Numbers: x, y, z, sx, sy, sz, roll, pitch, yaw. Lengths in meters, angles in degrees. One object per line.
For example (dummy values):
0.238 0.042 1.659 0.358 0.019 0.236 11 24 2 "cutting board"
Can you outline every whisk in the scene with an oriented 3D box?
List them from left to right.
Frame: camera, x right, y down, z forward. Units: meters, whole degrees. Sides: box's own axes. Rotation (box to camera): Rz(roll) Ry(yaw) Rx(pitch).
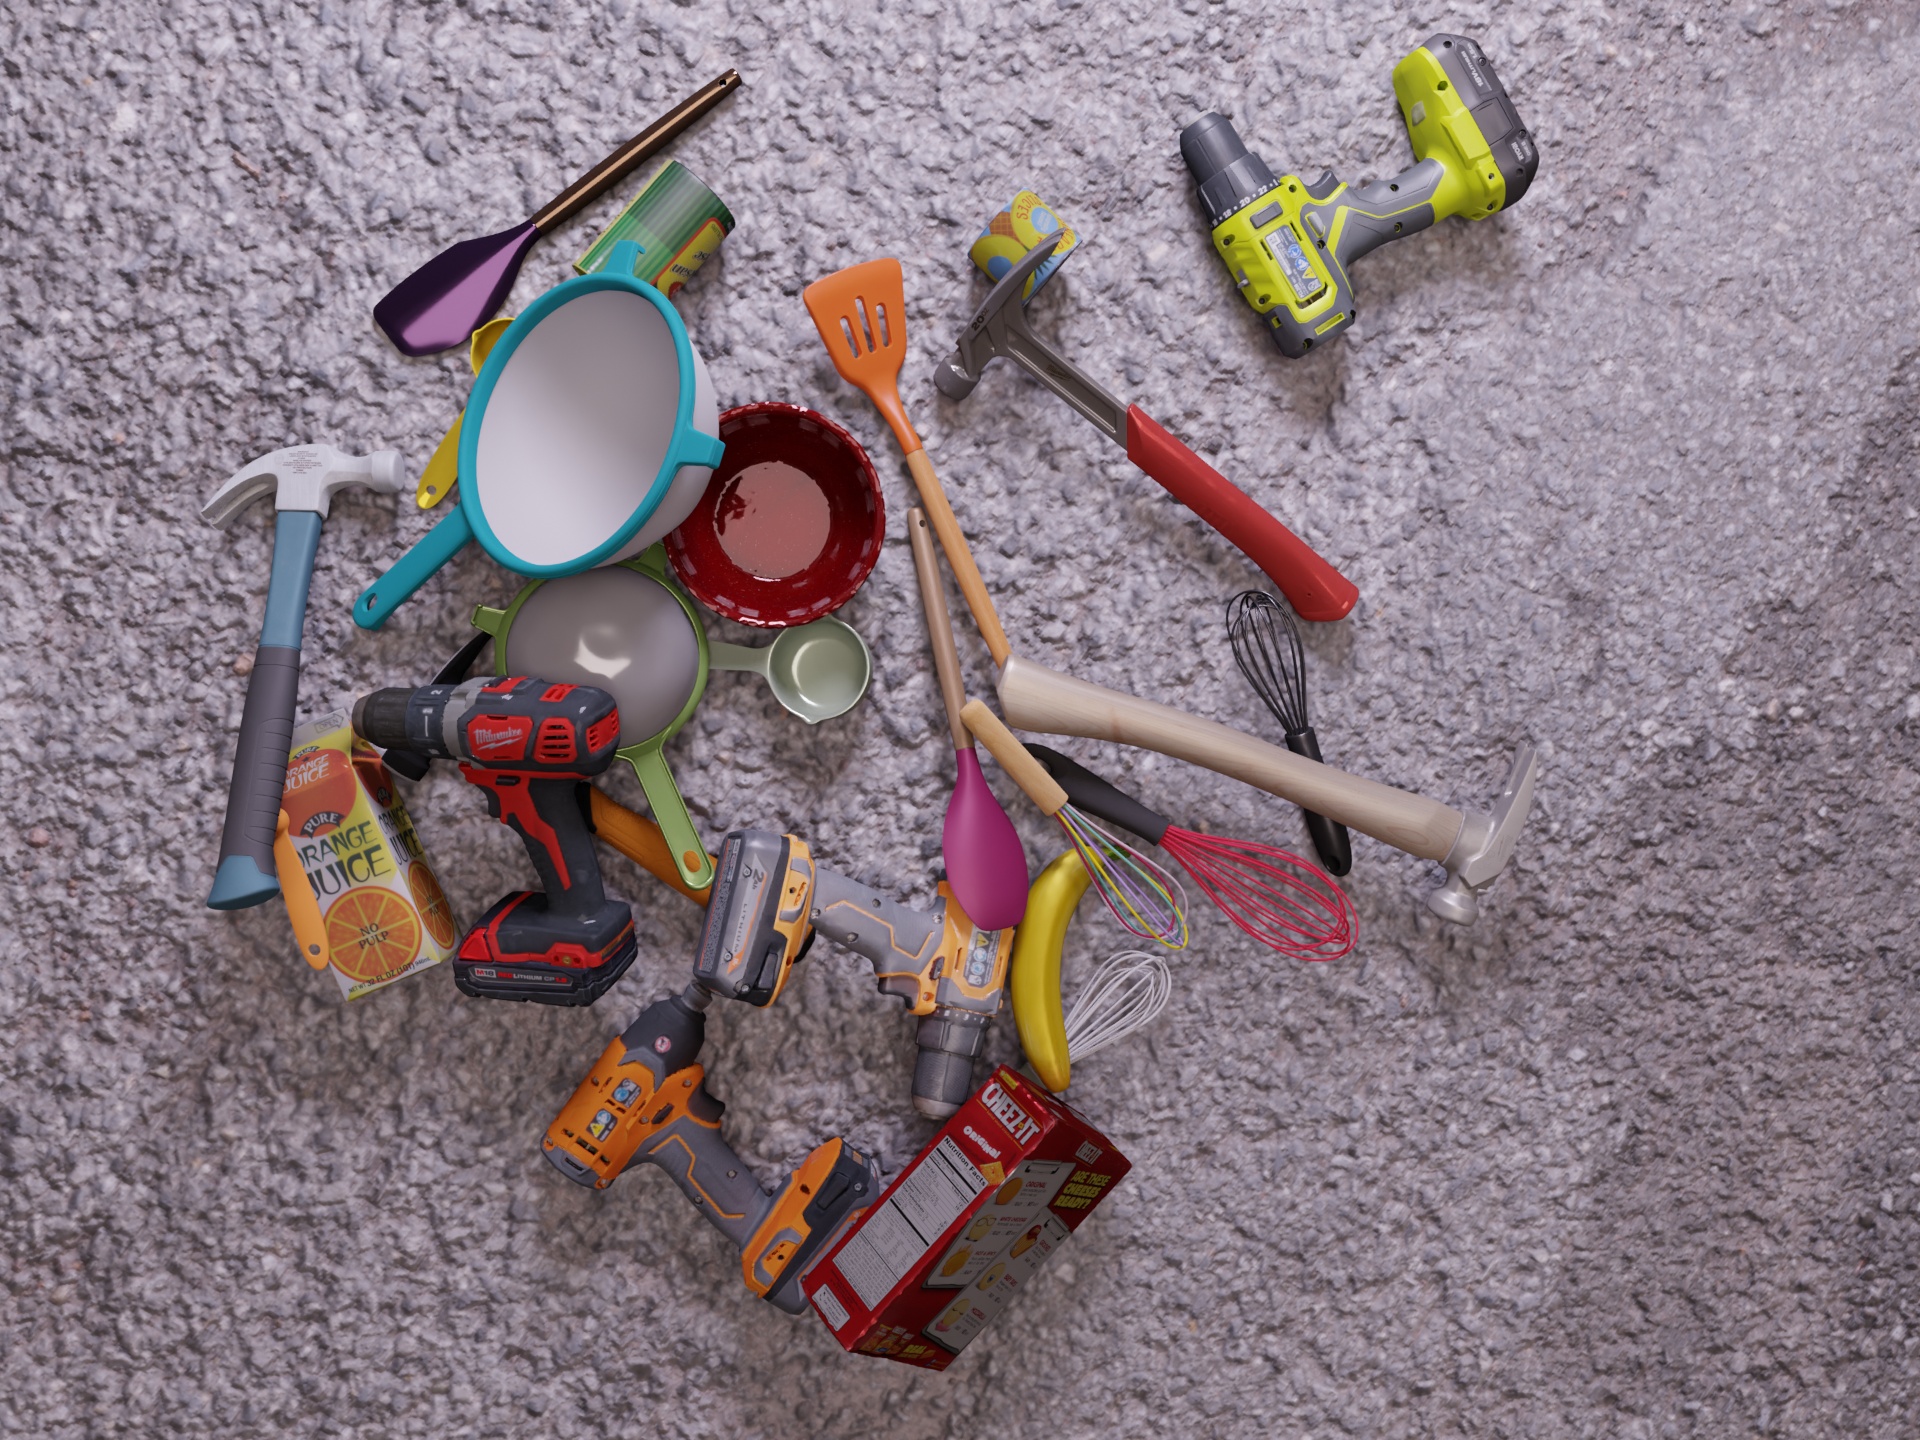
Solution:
0.065 0.265 1.214 0.246 0.059 0.058 -42 60 1 "whisk"
0.086 0.078 1.174 0.245 0.051 0.047 48 61 -8 "whisk"
0.169 0.095 1.201 0.296 0.073 0.073 29 90 2 "whisk"
0.257 0.011 1.222 0.055 0.055 0.239 -21 100 -5 "whisk"

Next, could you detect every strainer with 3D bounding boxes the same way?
-0.286 -0.155 1.111 0.340 0.095 0.211 -35 64 23 "strainer"
-0.228 -0.001 1.113 0.151 0.069 0.256 -23 86 -17 "strainer"

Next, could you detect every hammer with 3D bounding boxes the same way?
-0.467 -0.035 1.088 0.128 0.033 0.331 2 73 -1 "hammer"
-0.247 0.071 1.170 0.336 0.034 0.127 35 90 -7 "hammer"
0.160 -0.197 1.175 0.359 0.037 0.149 36 128 -12 "hammer"
0.225 0.024 1.182 0.410 0.038 0.146 19 101 -7 "hammer"

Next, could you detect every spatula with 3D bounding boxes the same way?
-0.284 -0.370 1.148 0.316 0.018 0.059 -39 98 -2 "spatula"
-0.022 -0.177 1.170 0.081 0.041 0.322 -25 93 -20 "spatula"

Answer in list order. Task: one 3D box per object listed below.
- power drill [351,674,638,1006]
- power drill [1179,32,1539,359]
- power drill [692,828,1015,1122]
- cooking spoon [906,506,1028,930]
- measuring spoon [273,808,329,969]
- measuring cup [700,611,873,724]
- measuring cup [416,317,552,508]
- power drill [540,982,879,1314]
-0.319 0.077 1.102 0.188 0.080 0.226 3 112 15 "power drill"
0.291 -0.407 1.186 0.228 0.080 0.190 -32 97 -1 "power drill"
-0.073 0.182 1.147 0.226 0.084 0.185 15 79 -21 "power drill"
-0.002 -0.004 1.171 0.068 0.017 0.319 -8 81 -31 "cooking spoon"
-0.454 0.116 1.085 0.021 0.011 0.117 -16 95 -1 "measuring spoon"
-0.145 -0.043 1.180 0.167 0.038 0.083 7 89 10 "measuring cup"
-0.348 -0.220 1.151 0.062 0.029 0.156 33 101 -11 "measuring cup"
-0.171 0.309 1.170 0.226 0.084 0.164 36 88 -4 "power drill"
